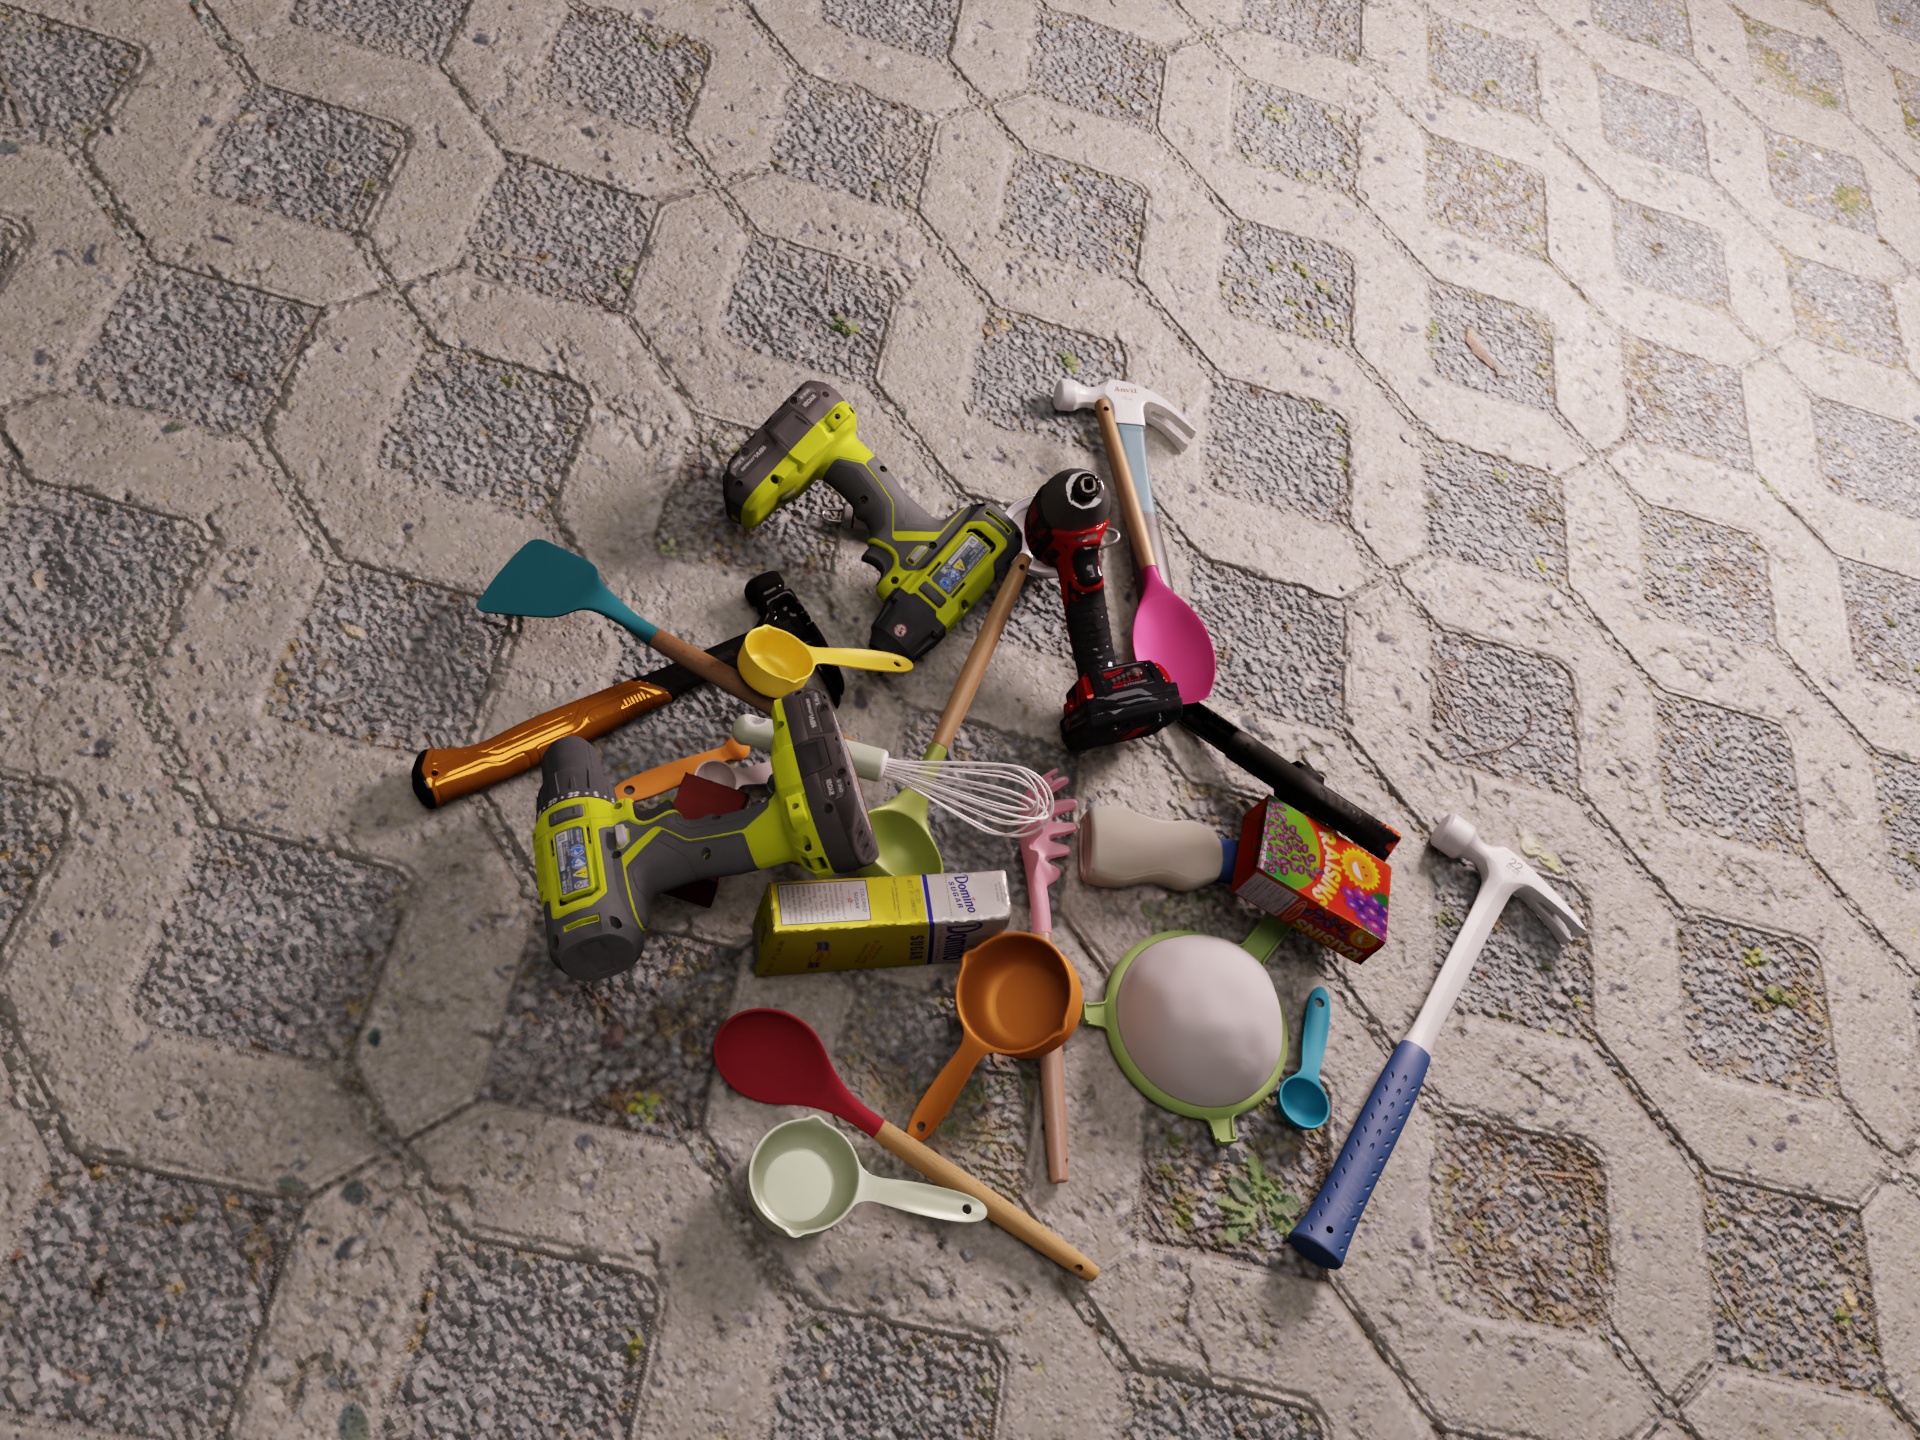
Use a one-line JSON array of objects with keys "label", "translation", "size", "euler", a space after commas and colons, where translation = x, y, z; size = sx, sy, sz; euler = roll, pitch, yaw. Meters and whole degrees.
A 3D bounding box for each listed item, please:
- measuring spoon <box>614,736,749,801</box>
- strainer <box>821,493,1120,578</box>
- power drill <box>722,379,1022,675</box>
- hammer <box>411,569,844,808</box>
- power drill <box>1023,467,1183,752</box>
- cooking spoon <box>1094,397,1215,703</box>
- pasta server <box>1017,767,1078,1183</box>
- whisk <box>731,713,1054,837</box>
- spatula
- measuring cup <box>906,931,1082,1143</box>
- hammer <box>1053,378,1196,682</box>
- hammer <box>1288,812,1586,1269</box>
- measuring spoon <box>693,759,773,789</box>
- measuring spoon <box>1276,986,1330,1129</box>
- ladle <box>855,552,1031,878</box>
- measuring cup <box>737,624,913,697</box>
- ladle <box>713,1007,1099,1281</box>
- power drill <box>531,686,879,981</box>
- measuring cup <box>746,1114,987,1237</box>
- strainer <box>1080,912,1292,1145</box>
[{"label": "measuring spoon", "translation": [-0.214, 0.037, 1.220], "size": [0.117, 0.011, 0.021], "euler": [-22, 70, -26]}, {"label": "strainer", "translation": [0.007, -0.164, 1.384], "size": [0.258, 0.050, 0.087], "euler": [6, 64, -7]}, {"label": "power drill", "translation": [-0.083, -0.158, 1.319], "size": [0.223, 0.080, 0.171], "euler": [41, 76, 2]}, {"label": "hammer", "translation": [-0.253, -0.008, 1.222], "size": [0.337, 0.034, 0.127], "euler": [-25, 70, -27]}, {"label": "power drill", "translation": [0.108, -0.094, 1.288], "size": [0.078, 0.143, 0.220], "euler": [-12, 82, -10]}, {"label": "cooking spoon", "translation": [0.160, -0.154, 1.397], "size": [0.068, 0.017, 0.319], "euler": [-8, 64, -8]}, {"label": "pasta server", "translation": [0.071, 0.187, 1.205], "size": [0.040, 0.060, 0.316], "euler": [-14, 61, 22]}, {"label": "whisk", "translation": [-0.050, 0.037, 1.179], "size": [0.246, 0.059, 0.058], "euler": [15, 24, 0]}, {"label": "spatula", "translation": [-0.214, -0.047, 1.223], "size": [0.317, 0.044, 0.082], "euler": [30, 55, -2]}, {"label": "measuring cup", "translation": [0.021, 0.236, 1.154], "size": [0.095, 0.052, 0.173], "euler": [34, 87, 26]}, {"label": "hammer", "translation": [0.165, -0.172, 1.439], "size": [0.128, 0.033, 0.331], "euler": [2, 61, -14]}, {"label": "hammer", "translation": [0.369, 0.255, 1.257], "size": [0.144, 0.035, 0.406], "euler": [36, 58, 5]}, {"label": "measuring spoon", "translation": [-0.150, 0.044, 1.238], "size": [0.124, 0.018, 0.034], "euler": [-7, 69, -27]}, {"label": "measuring spoon", "translation": [0.269, 0.263, 1.238], "size": [0.042, 0.021, 0.129], "euler": [25, 48, -3]}, {"label": "ladle", "translation": [-0.002, -0.004, 1.251], "size": [0.078, 0.062, 0.320], "euler": [31, 67, -15]}, {"label": "measuring cup", "translation": [-0.104, -0.040, 1.242], "size": [0.156, 0.029, 0.062], "euler": [3, 45, -39]}, {"label": "ladle", "translation": [-0.035, 0.300, 1.113], "size": [0.315, 0.031, 0.069], "euler": [34, 99, 0]}, {"label": "power drill", "translation": [-0.186, 0.062, 1.103], "size": [0.228, 0.080, 0.191], "euler": [-19, 50, -1]}, {"label": "measuring cup", "translation": [-0.066, 0.324, 1.089], "size": [0.167, 0.038, 0.083], "euler": [15, 58, -10]}, {"label": "strainer", "translation": [0.223, 0.189, 1.230], "size": [0.151, 0.069, 0.256], "euler": [42, 60, 9]}]
